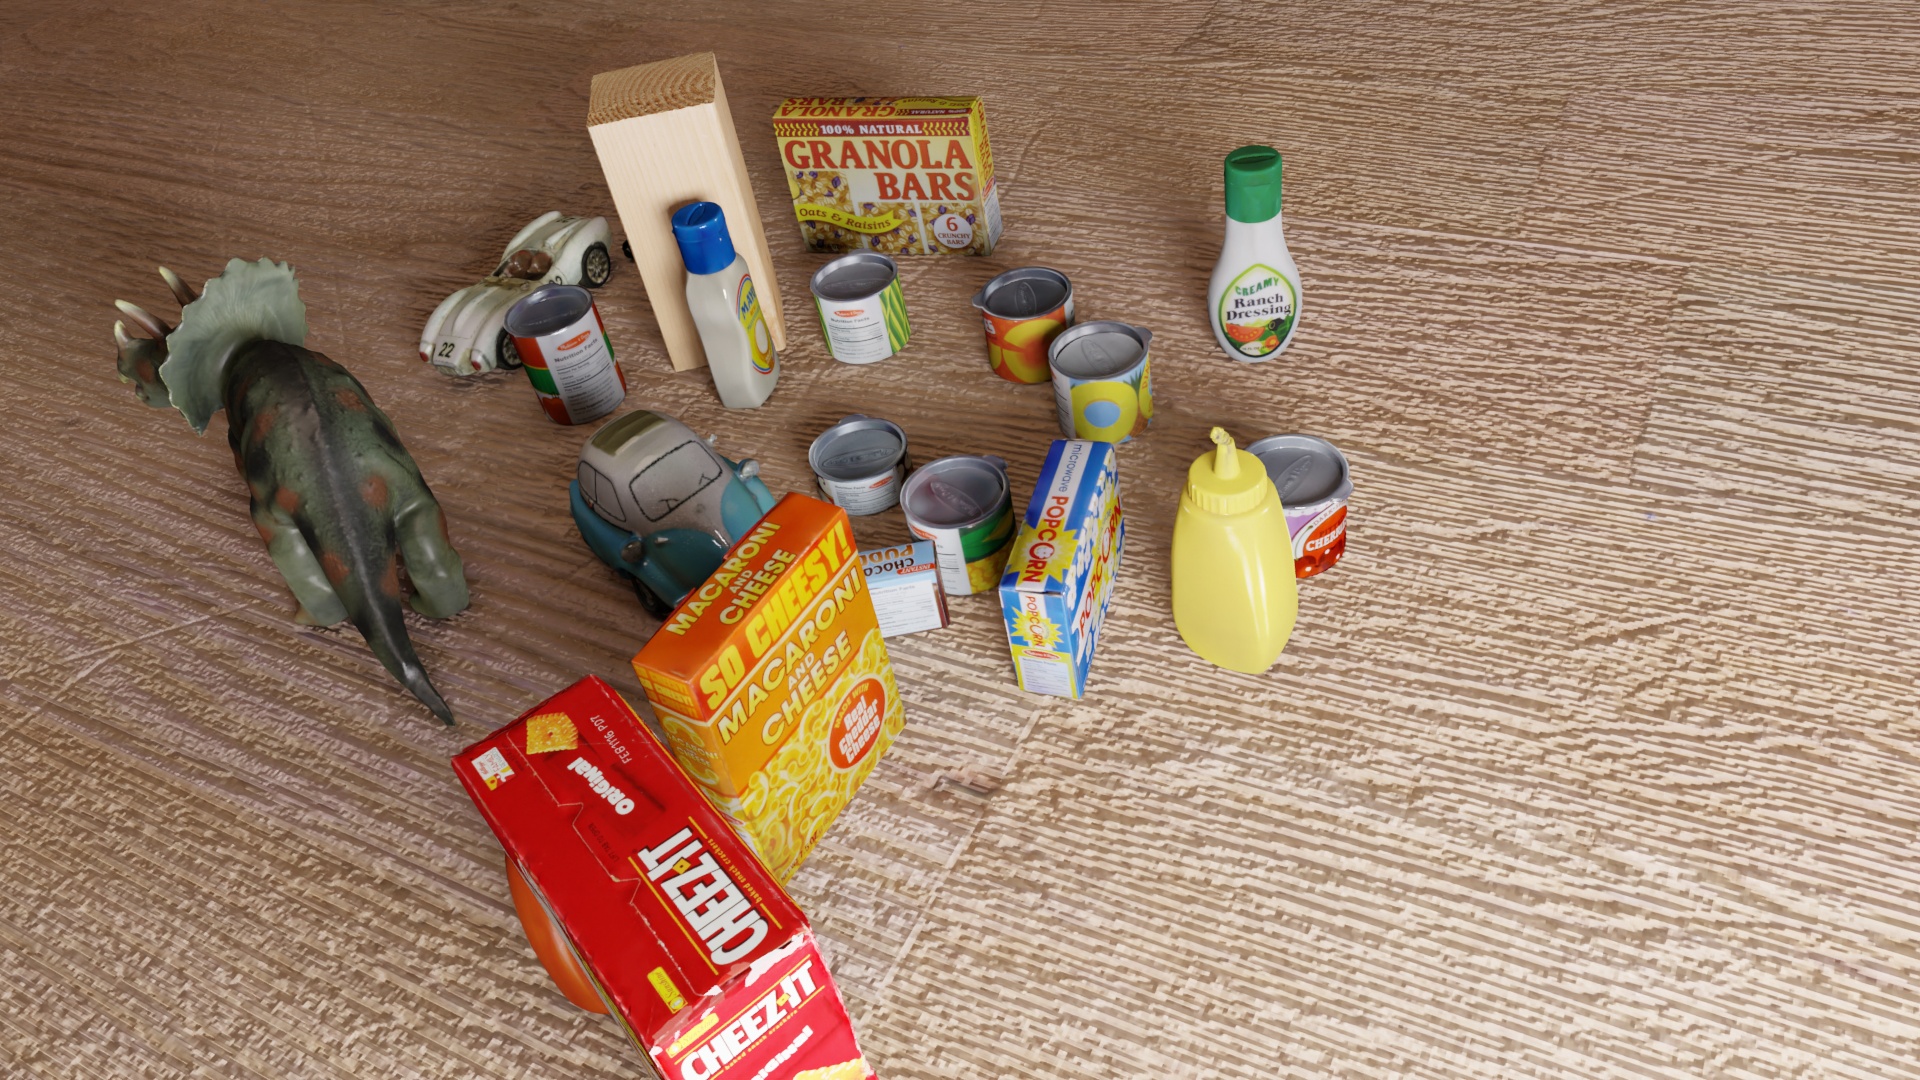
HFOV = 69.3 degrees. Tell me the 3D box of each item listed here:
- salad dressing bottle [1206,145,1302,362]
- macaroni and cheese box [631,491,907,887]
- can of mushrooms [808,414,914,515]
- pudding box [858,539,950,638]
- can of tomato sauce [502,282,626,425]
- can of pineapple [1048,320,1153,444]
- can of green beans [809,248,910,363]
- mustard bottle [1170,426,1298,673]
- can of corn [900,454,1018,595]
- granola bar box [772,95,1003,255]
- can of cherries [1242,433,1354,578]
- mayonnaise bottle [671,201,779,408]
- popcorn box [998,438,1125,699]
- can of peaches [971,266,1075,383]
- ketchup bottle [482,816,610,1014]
[{"bbox_3d":[0.196,-0.190,0.931,0.064,0.147,0.044,-7,43,6],"label":"salad dressing bottle"},{"bbox_3d":[-0.089,0.077,0.695,0.040,0.165,0.124,17,50,28],"label":"macaroni and cheese box"},{"bbox_3d":[-0.065,-0.051,0.925,0.071,0.033,0.071,-6,43,6],"label":"can of mushrooms"},{"bbox_3d":[-0.051,0.032,0.821,0.084,0.049,0.030,-10,42,2],"label":"pudding box"},{"bbox_3d":[-0.293,-0.139,1.034,0.071,0.082,0.071,-7,43,6],"label":"can of tomato sauce"},{"bbox_3d":[0.096,-0.105,0.929,0.071,0.057,0.071,-6,43,6],"label":"can of pineapple"},{"bbox_3d":[-0.074,-0.174,1.041,0.071,0.057,0.071,-6,43,6],"label":"can of green beans"},{"bbox_3d":[0.143,0.001,0.729,0.065,0.159,0.049,21,52,31],"label":"mustard bottle"},{"bbox_3d":[0.003,-0.011,0.848,0.071,0.058,0.071,-6,43,6],"label":"can of corn"},{"bbox_3d":[-0.057,-0.291,1.114,0.165,0.123,0.039,5,45,18],"label":"granola bar box"},{"bbox_3d":[0.195,-0.019,0.813,0.071,0.058,0.072,-6,43,6],"label":"can of cherries"},{"bbox_3d":[-0.167,-0.168,0.989,0.041,0.147,0.065,0,44,13],"label":"mayonnaise bottle"},{"bbox_3d":[0.061,0.014,0.789,0.038,0.084,0.127,5,45,18],"label":"popcorn box"},{"bbox_3d":[0.047,-0.153,0.991,0.071,0.057,0.071,-6,43,6],"label":"can of peaches"},{"bbox_3d":[-0.180,0.156,0.644,0.043,0.148,0.065,10,47,23],"label":"ketchup bottle"}]
